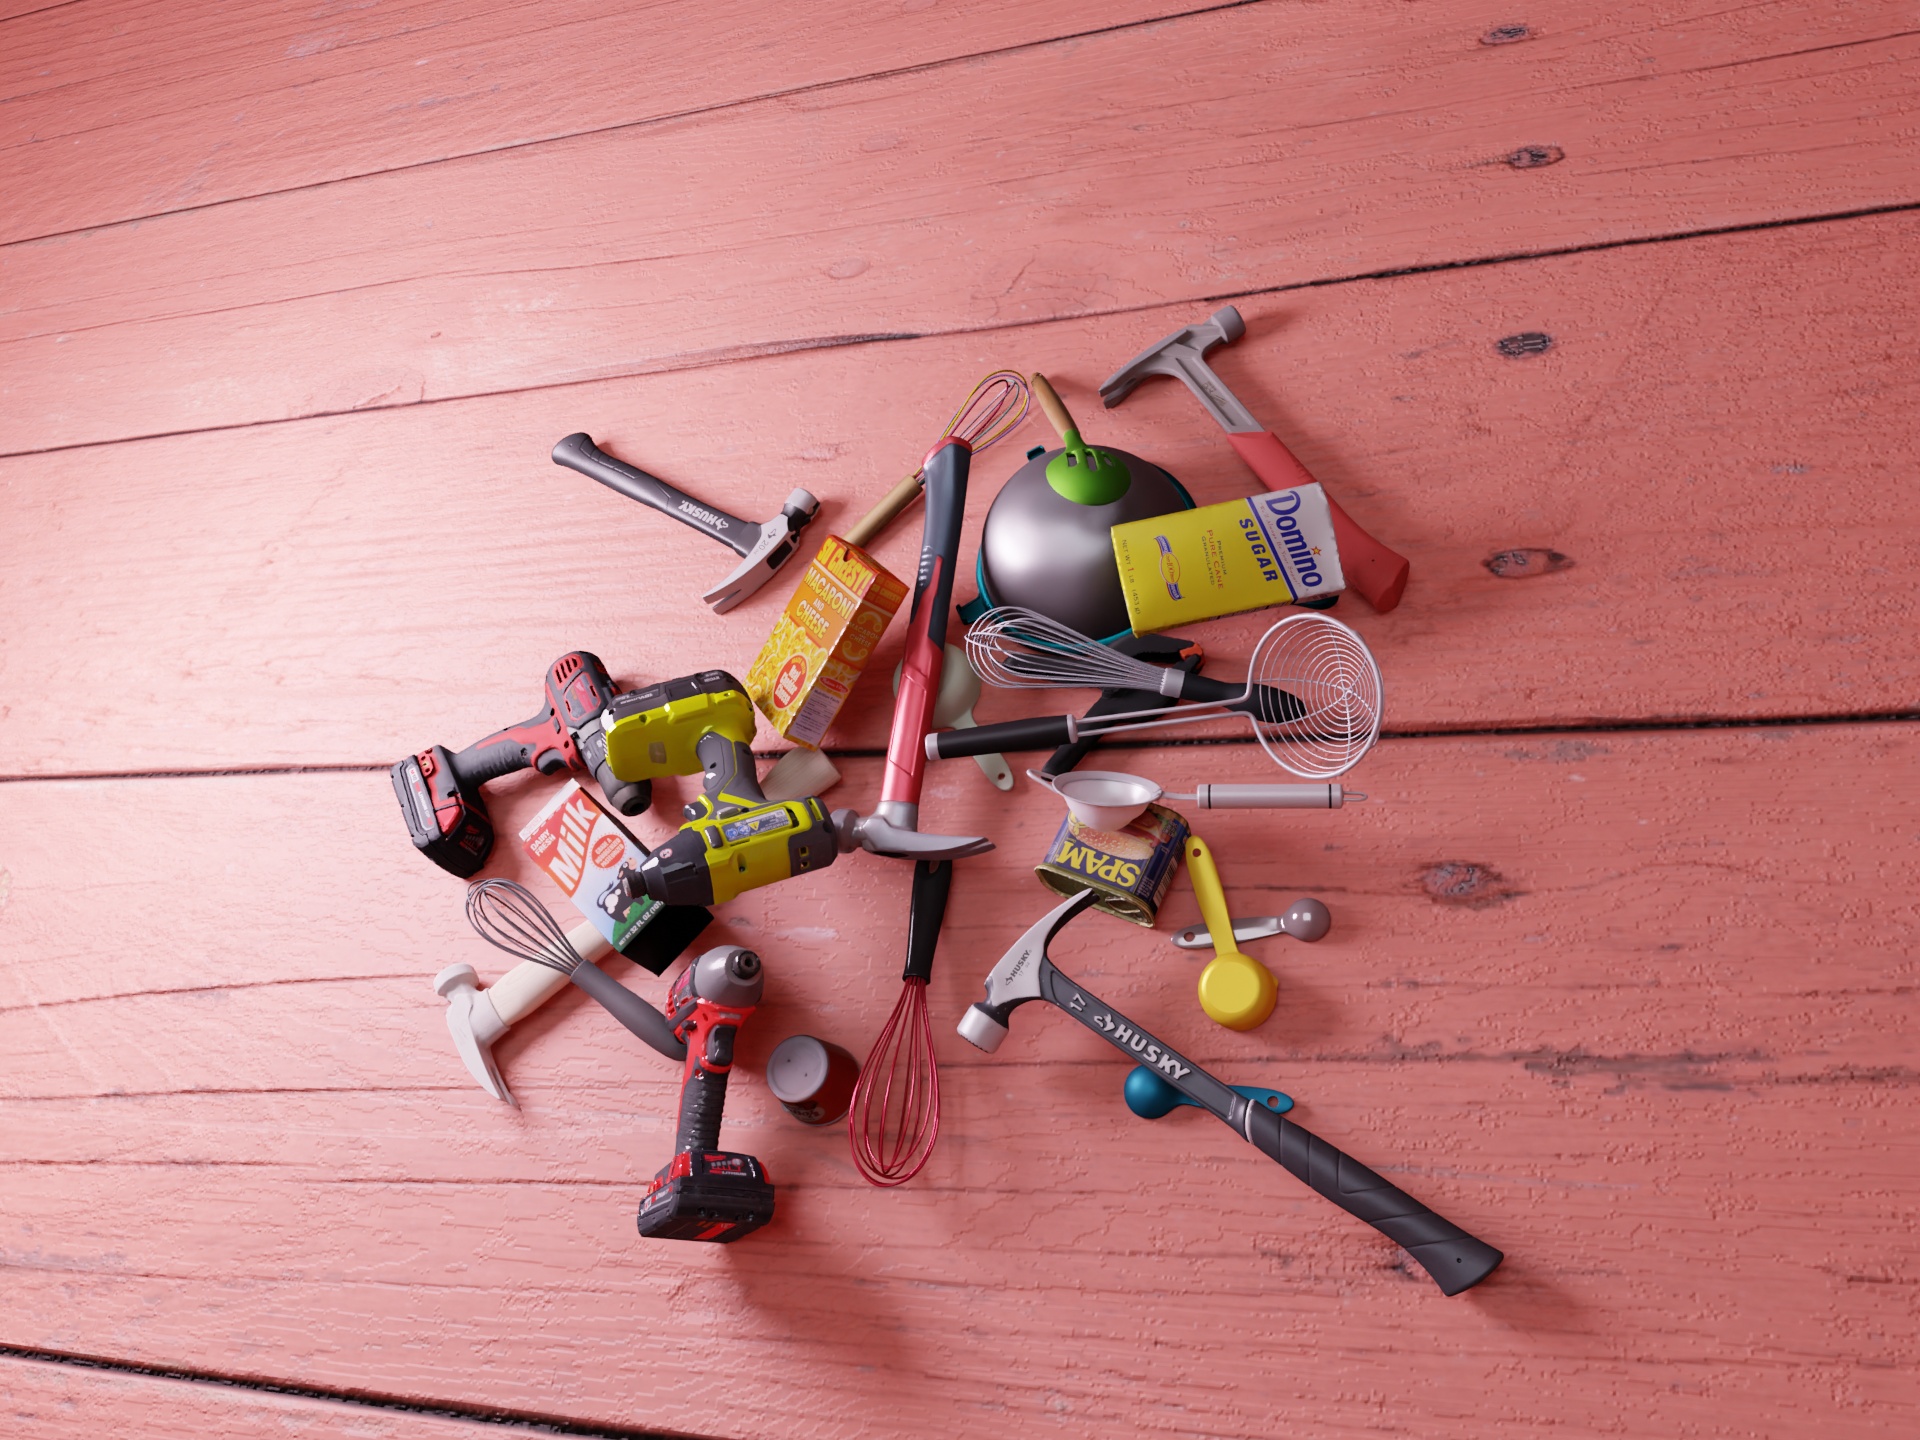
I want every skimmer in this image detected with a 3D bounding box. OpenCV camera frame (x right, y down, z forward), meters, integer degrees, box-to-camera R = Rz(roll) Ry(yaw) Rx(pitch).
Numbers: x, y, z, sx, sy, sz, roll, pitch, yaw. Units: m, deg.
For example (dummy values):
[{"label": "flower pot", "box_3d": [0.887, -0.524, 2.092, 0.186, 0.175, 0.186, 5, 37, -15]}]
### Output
[{"label": "skimmer", "box_3d": [0.143, -0.002, 1.241, 0.363, 0.090, 0.127, -8, 90, 12]}]

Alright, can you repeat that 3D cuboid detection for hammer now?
[{"label": "hammer", "box_3d": [-0.274, 0.167, 1.405, 0.410, 0.038, 0.146, -37, 58, -1]}, {"label": "hammer", "box_3d": [-0.304, -0.222, 1.625, 0.335, 0.035, 0.146, 28, 75, 31]}, {"label": "hammer", "box_3d": [0.267, -0.223, 1.401, 0.149, 0.036, 0.359, -33, 56, 2]}, {"label": "hammer", "box_3d": [-0.016, -0.069, 1.378, 0.143, 0.038, 0.386, 2, 71, 21]}, {"label": "hammer", "box_3d": [0.196, 0.273, 1.143, 0.409, 0.036, 0.149, 31, 83, 25]}]

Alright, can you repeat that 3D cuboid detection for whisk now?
[{"label": "whisk", "box_3d": [-0.039, 0.226, 1.272, 0.073, 0.073, 0.296, -4, 56, 20]}, {"label": "whisk", "box_3d": [0.142, -0.038, 1.303, 0.284, 0.070, 0.070, 13, 67, 3]}, {"label": "whisk", "box_3d": [-0.323, 0.213, 1.347, 0.239, 0.055, 0.055, 36, 79, 5]}, {"label": "whisk", "box_3d": [-0.030, -0.247, 1.528, 0.245, 0.047, 0.051, -44, 58, -1]}]

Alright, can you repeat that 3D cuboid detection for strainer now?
[{"label": "strainer", "box_3d": [0.179, 0.061, 1.219, 0.258, 0.087, 0.050, -1, 105, 13]}, {"label": "strainer", "box_3d": [0.156, -0.155, 1.373, 0.340, 0.095, 0.211, 14, 69, 28]}]

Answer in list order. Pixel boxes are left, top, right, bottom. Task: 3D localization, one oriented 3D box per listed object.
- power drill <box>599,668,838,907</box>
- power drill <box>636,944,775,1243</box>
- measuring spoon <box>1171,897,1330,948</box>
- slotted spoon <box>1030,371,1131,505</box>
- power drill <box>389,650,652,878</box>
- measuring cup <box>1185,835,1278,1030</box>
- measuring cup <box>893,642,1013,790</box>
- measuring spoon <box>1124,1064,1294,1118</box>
[{"label": "power drill", "box_3d": [-0.220, 0.061, 1.341, 0.171, 0.080, 0.223, -16, 42, -18]}, {"label": "power drill", "box_3d": [-0.194, 0.288, 1.251, 0.143, 0.078, 0.220, -44, 40, 52]}, {"label": "measuring spoon", "box_3d": [0.222, 0.158, 1.225, 0.124, 0.018, 0.034, -12, 60, 16]}, {"label": "slotted spoon", "box_3d": [0.092, -0.260, 1.414, 0.070, 0.031, 0.314, -3, 28, -6]}, {"label": "power drill", "box_3d": [-0.403, 0.056, 1.494, 0.226, 0.080, 0.188, -32, 57, -1]}, {"label": "measuring cup", "box_3d": [0.196, 0.159, 1.215, 0.062, 0.029, 0.157, -21, 67, 17]}, {"label": "measuring cup", "box_3d": [-0.002, -0.004, 1.387, 0.083, 0.038, 0.168, -36, 54, 0]}, {"label": "measuring spoon", "box_3d": [0.181, 0.276, 1.176, 0.128, 0.021, 0.042, 0, 64, 23]}]
